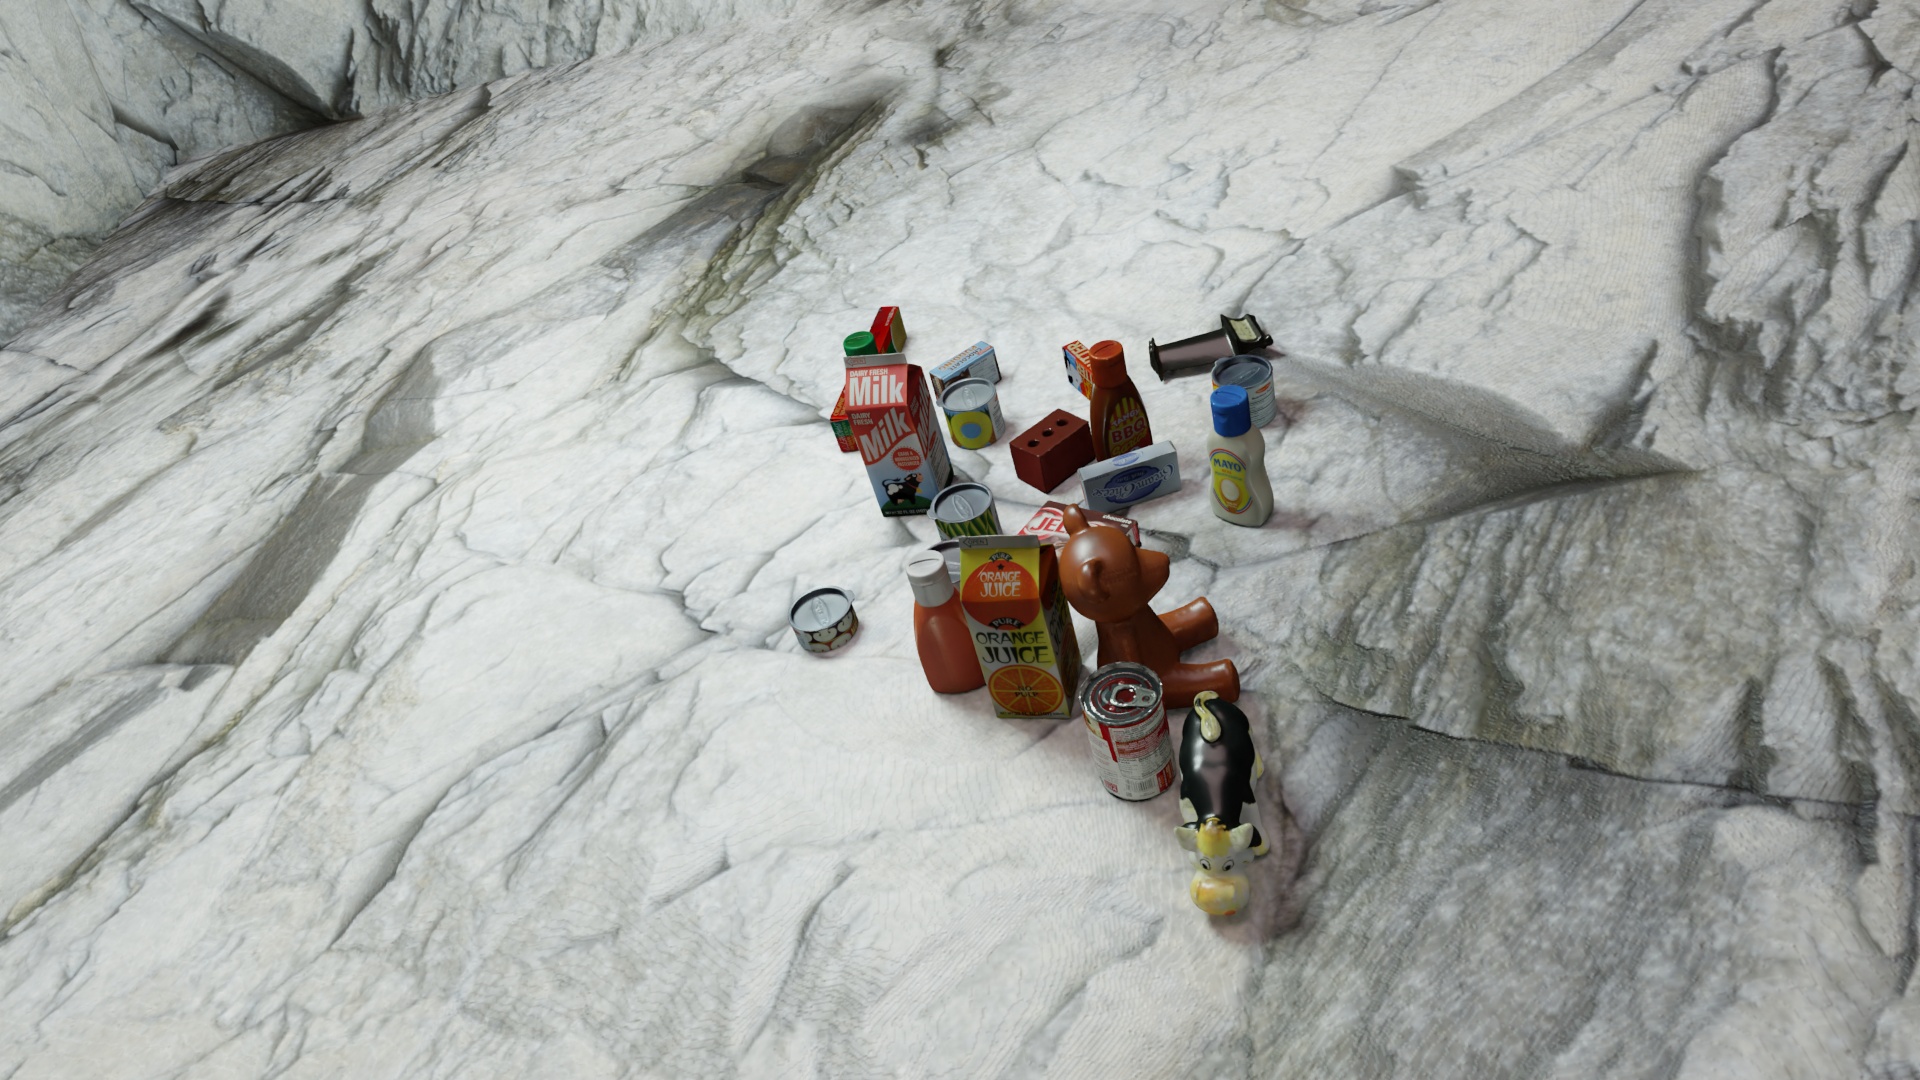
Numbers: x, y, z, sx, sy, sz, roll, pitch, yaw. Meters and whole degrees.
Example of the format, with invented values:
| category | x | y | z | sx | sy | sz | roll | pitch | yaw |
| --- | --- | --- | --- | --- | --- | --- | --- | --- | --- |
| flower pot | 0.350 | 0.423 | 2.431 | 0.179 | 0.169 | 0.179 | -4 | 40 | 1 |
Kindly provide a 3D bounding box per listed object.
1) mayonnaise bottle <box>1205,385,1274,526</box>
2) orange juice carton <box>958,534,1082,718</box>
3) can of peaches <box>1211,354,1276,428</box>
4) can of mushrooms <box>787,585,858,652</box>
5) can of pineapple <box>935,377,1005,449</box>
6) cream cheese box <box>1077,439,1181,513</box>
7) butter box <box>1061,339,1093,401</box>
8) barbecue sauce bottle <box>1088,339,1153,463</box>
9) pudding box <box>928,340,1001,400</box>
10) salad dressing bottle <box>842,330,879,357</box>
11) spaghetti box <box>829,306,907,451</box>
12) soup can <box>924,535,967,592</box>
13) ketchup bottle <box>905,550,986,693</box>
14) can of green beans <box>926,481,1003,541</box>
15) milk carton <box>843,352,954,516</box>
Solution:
| category | x | y | z | sx | sy | sz | roll | pitch | yaw |
| --- | --- | --- | --- | --- | --- | --- | --- | --- | --- |
| mayonnaise bottle | 0.271 | -0.083 | 1.366 | 0.065 | 0.147 | 0.041 | 18 | 50 | 36 |
| orange juice carton | 0.052 | 0.067 | 1.226 | 0.072 | 0.191 | 0.073 | -2 | 41 | 18 |
| can of peaches | 0.309 | -0.162 | 1.521 | 0.071 | 0.057 | 0.071 | -10 | 39 | 8 |
| can of mushrooms | -0.136 | 0.079 | 1.407 | 0.071 | 0.033 | 0.071 | -10 | 39 | 8 |
| can of pineapple | 0.013 | -0.147 | 1.608 | 0.071 | 0.057 | 0.071 | -10 | 39 | 8 |
| cream cheese box | 0.178 | -0.064 | 1.452 | 0.104 | 0.053 | 0.024 | -18 | 38 | -2 |
| butter box | 0.154 | -0.187 | 1.610 | 0.024 | 0.053 | 0.104 | -25 | 39 | -11 |
| barbecue sauce bottle | 0.165 | -0.142 | 1.475 | 0.065 | 0.147 | 0.044 | -29 | 40 | -15 |
| pudding box | 0.006 | -0.200 | 1.680 | 0.084 | 0.049 | 0.030 | -34 | 42 | -21 |
| salad dressing bottle | -0.100 | -0.171 | 1.605 | 0.064 | 0.147 | 0.044 | -11 | 39 | 7 |
| spaghetti box | -0.112 | -0.205 | 1.728 | 0.028 | 0.050 | 0.251 | -3 | 40 | 17 |
| soup can | -0.001 | 0.049 | 1.354 | 0.071 | 0.083 | 0.072 | -10 | 39 | 8 |
| ketchup bottle | -0.015 | 0.076 | 1.275 | 0.065 | 0.148 | 0.044 | -11 | 39 | 8 |
| can of green beans | 0.007 | -0.019 | 1.454 | 0.071 | 0.057 | 0.071 | -10 | 39 | 8 |
| milk carton | -0.069 | -0.121 | 1.499 | 0.072 | 0.189 | 0.074 | -2 | 40 | 17 |
